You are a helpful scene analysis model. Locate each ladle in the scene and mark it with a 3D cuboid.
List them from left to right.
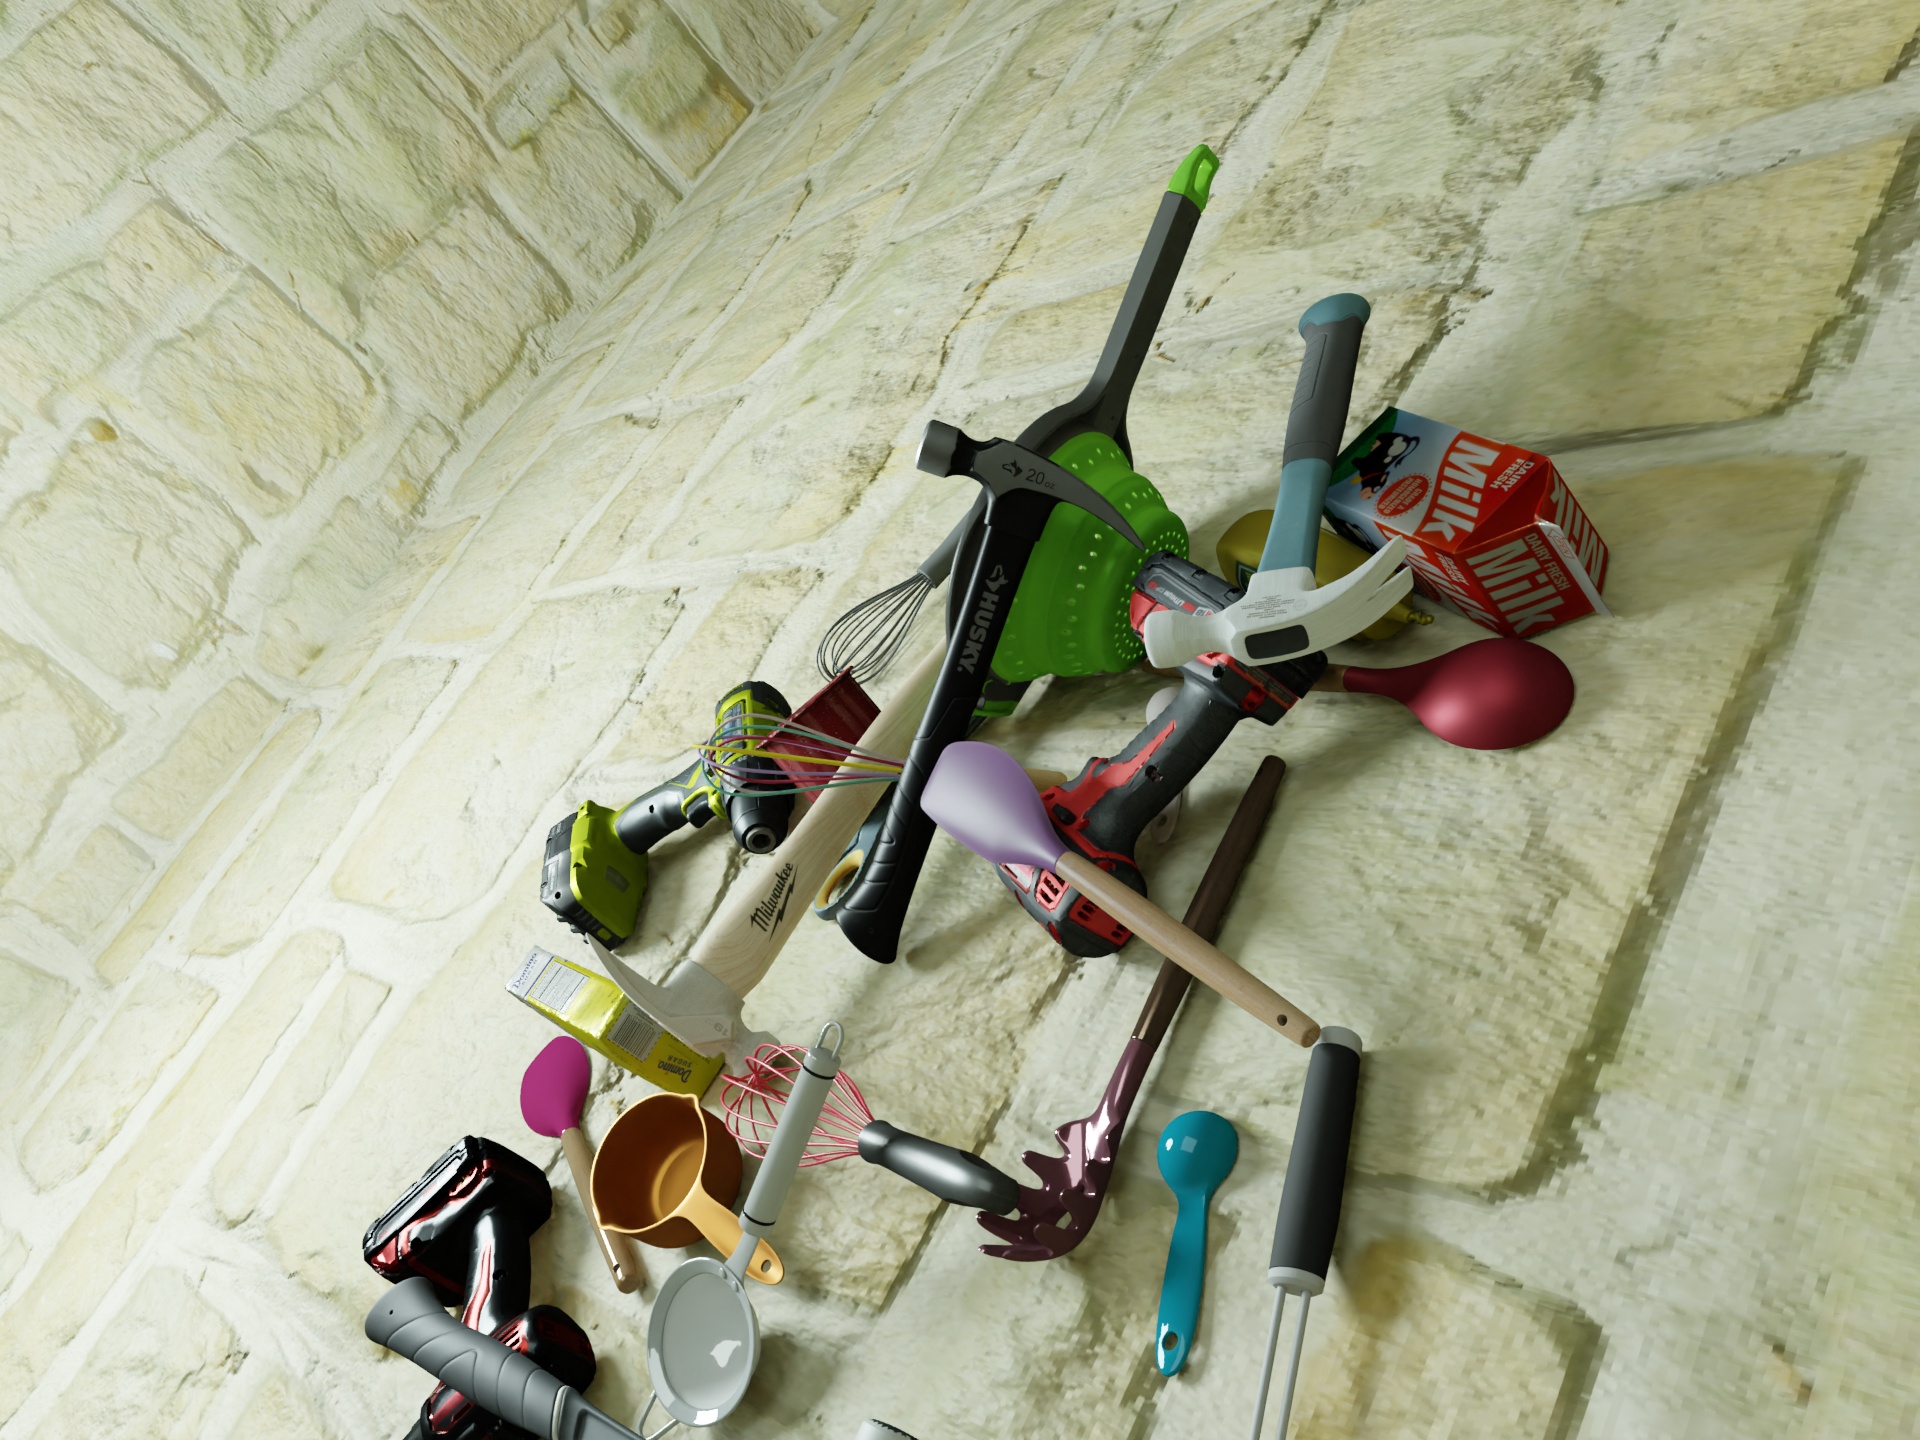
[{"bbox_3d":[0.207,-0.026,0.915,0.069,0.031,0.315,-55,29,-16],"label":"ladle"}]

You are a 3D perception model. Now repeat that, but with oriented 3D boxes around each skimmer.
[{"bbox_3d":[0.119,0.260,0.605,0.127,0.090,0.363,9,50,17],"label":"skimmer"}]

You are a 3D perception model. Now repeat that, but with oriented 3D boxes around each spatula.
[{"bbox_3d":[0.072,0.085,0.840,0.316,0.018,0.060,34,100,48],"label":"spatula"}]

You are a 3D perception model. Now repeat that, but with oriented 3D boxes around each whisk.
[{"bbox_3d":[-0.056,0.226,0.869,0.296,0.073,0.073,-1,51,58],"label":"whisk"},{"bbox_3d":[-0.054,0.032,1.024,0.245,0.047,0.051,6,60,5],"label":"whisk"},{"bbox_3d":[-0.029,-0.119,1.310,0.239,0.055,0.055,-46,29,-10],"label":"whisk"}]

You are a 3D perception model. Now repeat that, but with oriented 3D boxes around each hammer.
[{"bbox_3d":[-0.198,0.380,0.838,0.409,0.036,0.149,6,61,41],"label":"hammer"},{"bbox_3d":[-0.076,0.038,1.082,0.411,0.146,0.038,-53,5,-17],"label":"hammer"},{"bbox_3d":[-0.002,-0.003,0.978,0.035,0.146,0.334,-73,2,-77],"label":"hammer"},{"bbox_3d":[0.196,-0.148,0.900,0.128,0.033,0.331,-5,41,25],"label":"hammer"}]

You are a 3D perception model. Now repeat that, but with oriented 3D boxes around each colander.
[{"bbox_3d":[0.115,-0.172,1.033,0.094,0.204,0.397,25,97,27],"label":"colander"}]

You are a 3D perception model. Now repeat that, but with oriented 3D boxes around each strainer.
[{"bbox_3d":[-0.110,0.277,0.857,0.087,0.050,0.258,32,104,41],"label":"strainer"}]

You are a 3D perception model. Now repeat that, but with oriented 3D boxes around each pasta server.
[{"bbox_3d":[0.101,0.142,0.828,0.060,0.040,0.316,-17,38,57],"label":"pasta server"}]

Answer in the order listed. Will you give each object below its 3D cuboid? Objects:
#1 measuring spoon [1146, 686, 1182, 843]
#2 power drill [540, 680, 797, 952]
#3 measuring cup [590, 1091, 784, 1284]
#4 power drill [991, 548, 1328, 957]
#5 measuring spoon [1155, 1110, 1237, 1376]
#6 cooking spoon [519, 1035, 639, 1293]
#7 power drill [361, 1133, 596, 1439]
[{"bbox_3d":[0.123,0.023,0.966,0.034,0.018,0.124,-25,36,32],"label":"measuring spoon"},{"bbox_3d":[-0.225,0.085,1.274,0.228,0.080,0.191,-35,31,13],"label":"power drill"},{"bbox_3d":[-0.149,0.293,0.953,0.174,0.052,0.095,25,74,41],"label":"measuring cup"},{"bbox_3d":[0.099,0.019,0.926,0.219,0.078,0.143,-55,31,5],"label":"power drill"},{"bbox_3d":[0.100,0.234,0.729,0.042,0.021,0.129,-22,36,36],"label":"measuring spoon"},{"bbox_3d":[-0.267,0.303,1.112,0.069,0.017,0.319,-49,29,-4],"label":"cooking spoon"},{"bbox_3d":[-0.327,0.399,1.017,0.188,0.080,0.227,-44,33,2],"label":"power drill"}]
